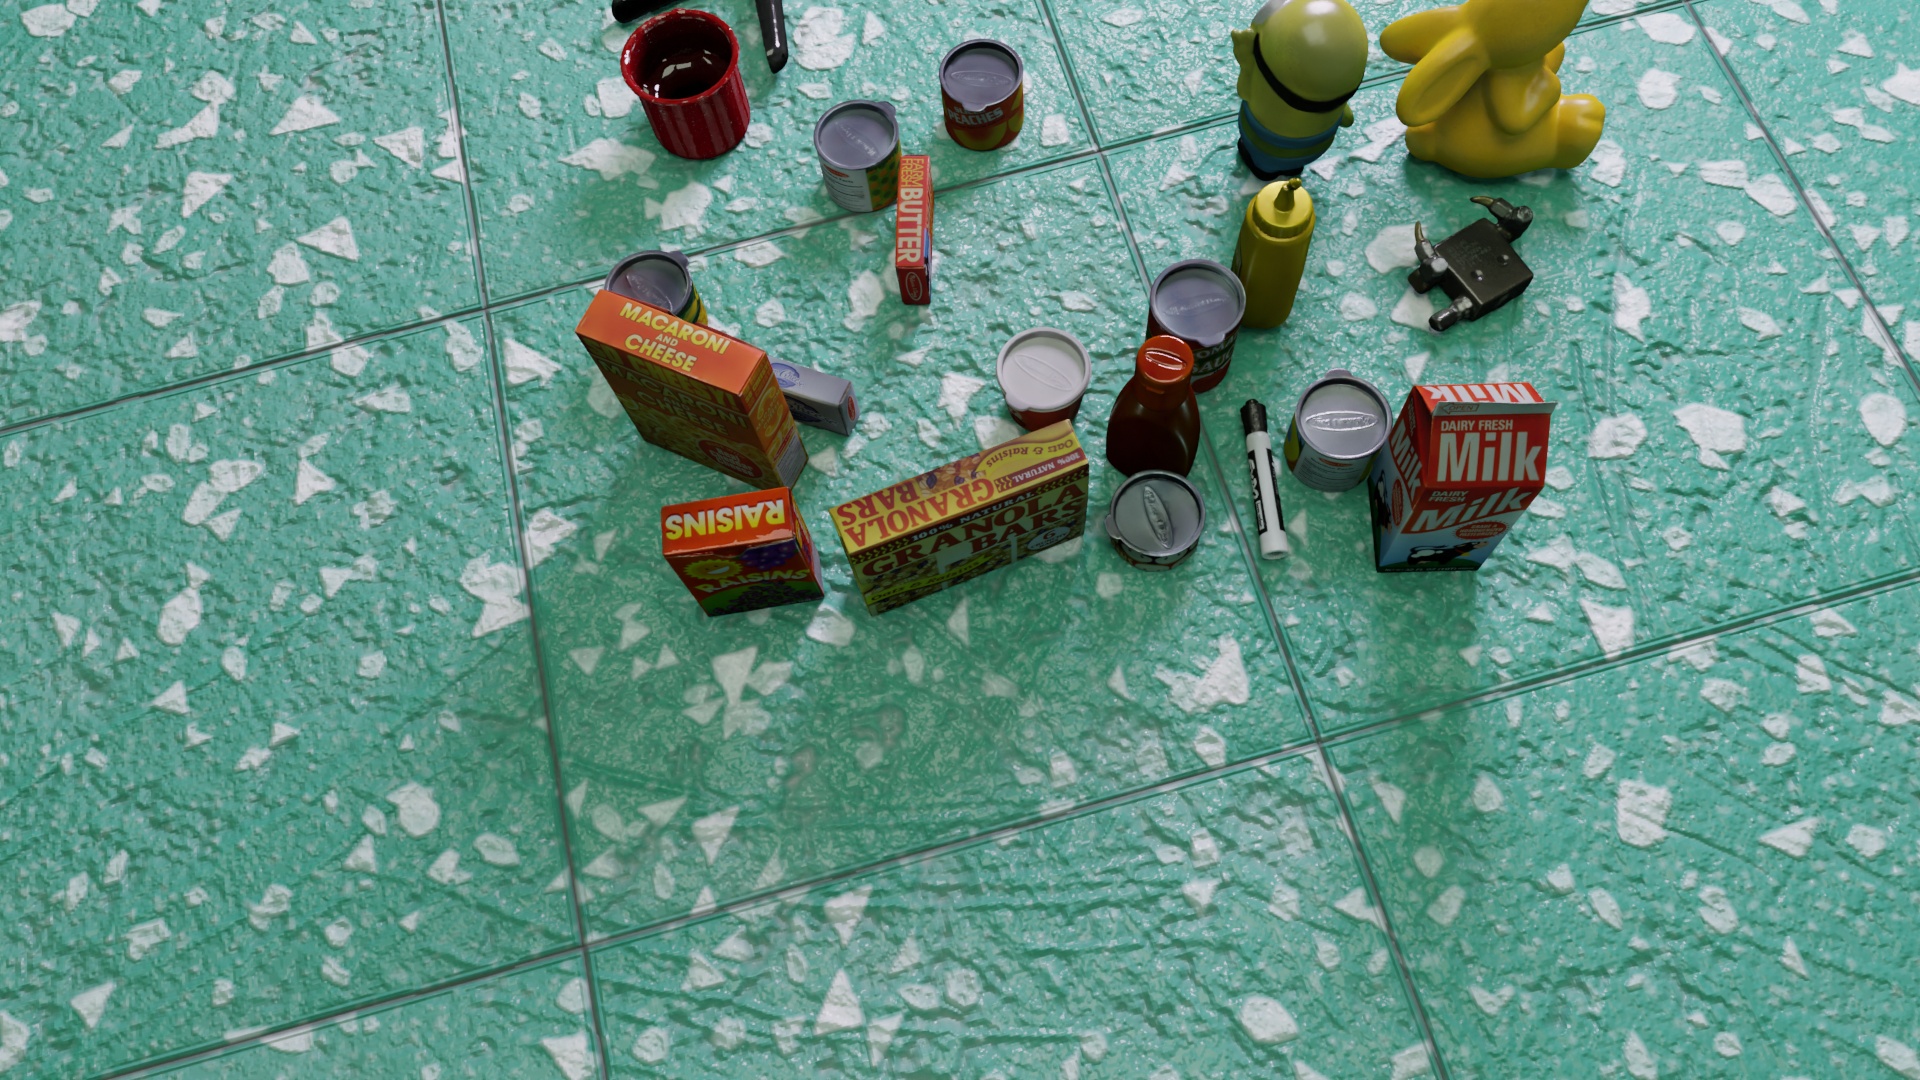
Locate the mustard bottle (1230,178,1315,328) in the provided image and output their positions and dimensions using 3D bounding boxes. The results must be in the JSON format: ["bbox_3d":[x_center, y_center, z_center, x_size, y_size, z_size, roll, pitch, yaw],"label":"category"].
[{"bbox_3d":[0.220,-0.210,0.980,0.049,0.159,0.065,4,69,5],"label":"mustard bottle"}]

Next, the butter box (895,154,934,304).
[{"bbox_3d":[-0.035,-0.238,1.064,0.024,0.053,0.104,0,68,4],"label":"butter box"}]

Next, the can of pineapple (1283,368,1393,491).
[{"bbox_3d":[0.265,-0.076,0.978,0.071,0.057,0.071,-1,68,3],"label":"can of pineapple"}]

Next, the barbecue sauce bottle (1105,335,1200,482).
[{"bbox_3d":[0.133,-0.087,0.941,0.065,0.148,0.044,20,71,11],"label":"barbecue sauce bottle"}]

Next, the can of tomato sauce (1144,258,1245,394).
[{"bbox_3d":[0.168,-0.151,1.000,0.071,0.082,0.071,-1,68,3],"label":"can of tomato sauce"}]

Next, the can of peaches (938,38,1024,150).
[{"bbox_3d":[0.017,-0.351,1.104,0.071,0.058,0.071,-1,68,3],"label":"can of peaches"}]

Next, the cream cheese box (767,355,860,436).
[{"bbox_3d":[-0.127,-0.110,1.017,0.104,0.053,0.024,18,71,10],"label":"cream cheese box"}]

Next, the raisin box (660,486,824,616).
[{"bbox_3d":[-0.144,0.010,0.932,0.086,0.123,0.040,-8,68,0],"label":"raisin box"}]

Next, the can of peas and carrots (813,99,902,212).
[{"bbox_3d":[-0.077,-0.302,1.089,0.071,0.058,0.071,-1,68,3],"label":"can of peas and carrots"}]

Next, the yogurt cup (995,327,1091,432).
[{"bbox_3d":[0.060,-0.113,1.007,0.072,0.053,0.072,-1,68,3],"label":"yogurt cup"}]

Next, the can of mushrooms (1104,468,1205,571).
[{"bbox_3d":[0.135,-0.013,0.973,0.071,0.033,0.071,-1,68,3],"label":"can of mushrooms"}]

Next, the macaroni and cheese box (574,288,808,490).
[{"bbox_3d":[-0.179,-0.098,0.955,0.124,0.166,0.040,22,72,12],"label":"macaroni and cheese box"}]

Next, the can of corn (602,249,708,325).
[{"bbox_3d":[-0.227,-0.177,1.048,0.071,0.058,0.071,-1,68,3],"label":"can of corn"}]

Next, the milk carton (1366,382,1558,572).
[{"bbox_3d":[0.318,-0.045,0.891,0.072,0.190,0.073,-1,69,3],"label":"milk carton"}]

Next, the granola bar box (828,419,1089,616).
[{"bbox_3d":[0.003,-0.012,0.932,0.166,0.123,0.039,-21,69,-5],"label":"granola bar box"}]
